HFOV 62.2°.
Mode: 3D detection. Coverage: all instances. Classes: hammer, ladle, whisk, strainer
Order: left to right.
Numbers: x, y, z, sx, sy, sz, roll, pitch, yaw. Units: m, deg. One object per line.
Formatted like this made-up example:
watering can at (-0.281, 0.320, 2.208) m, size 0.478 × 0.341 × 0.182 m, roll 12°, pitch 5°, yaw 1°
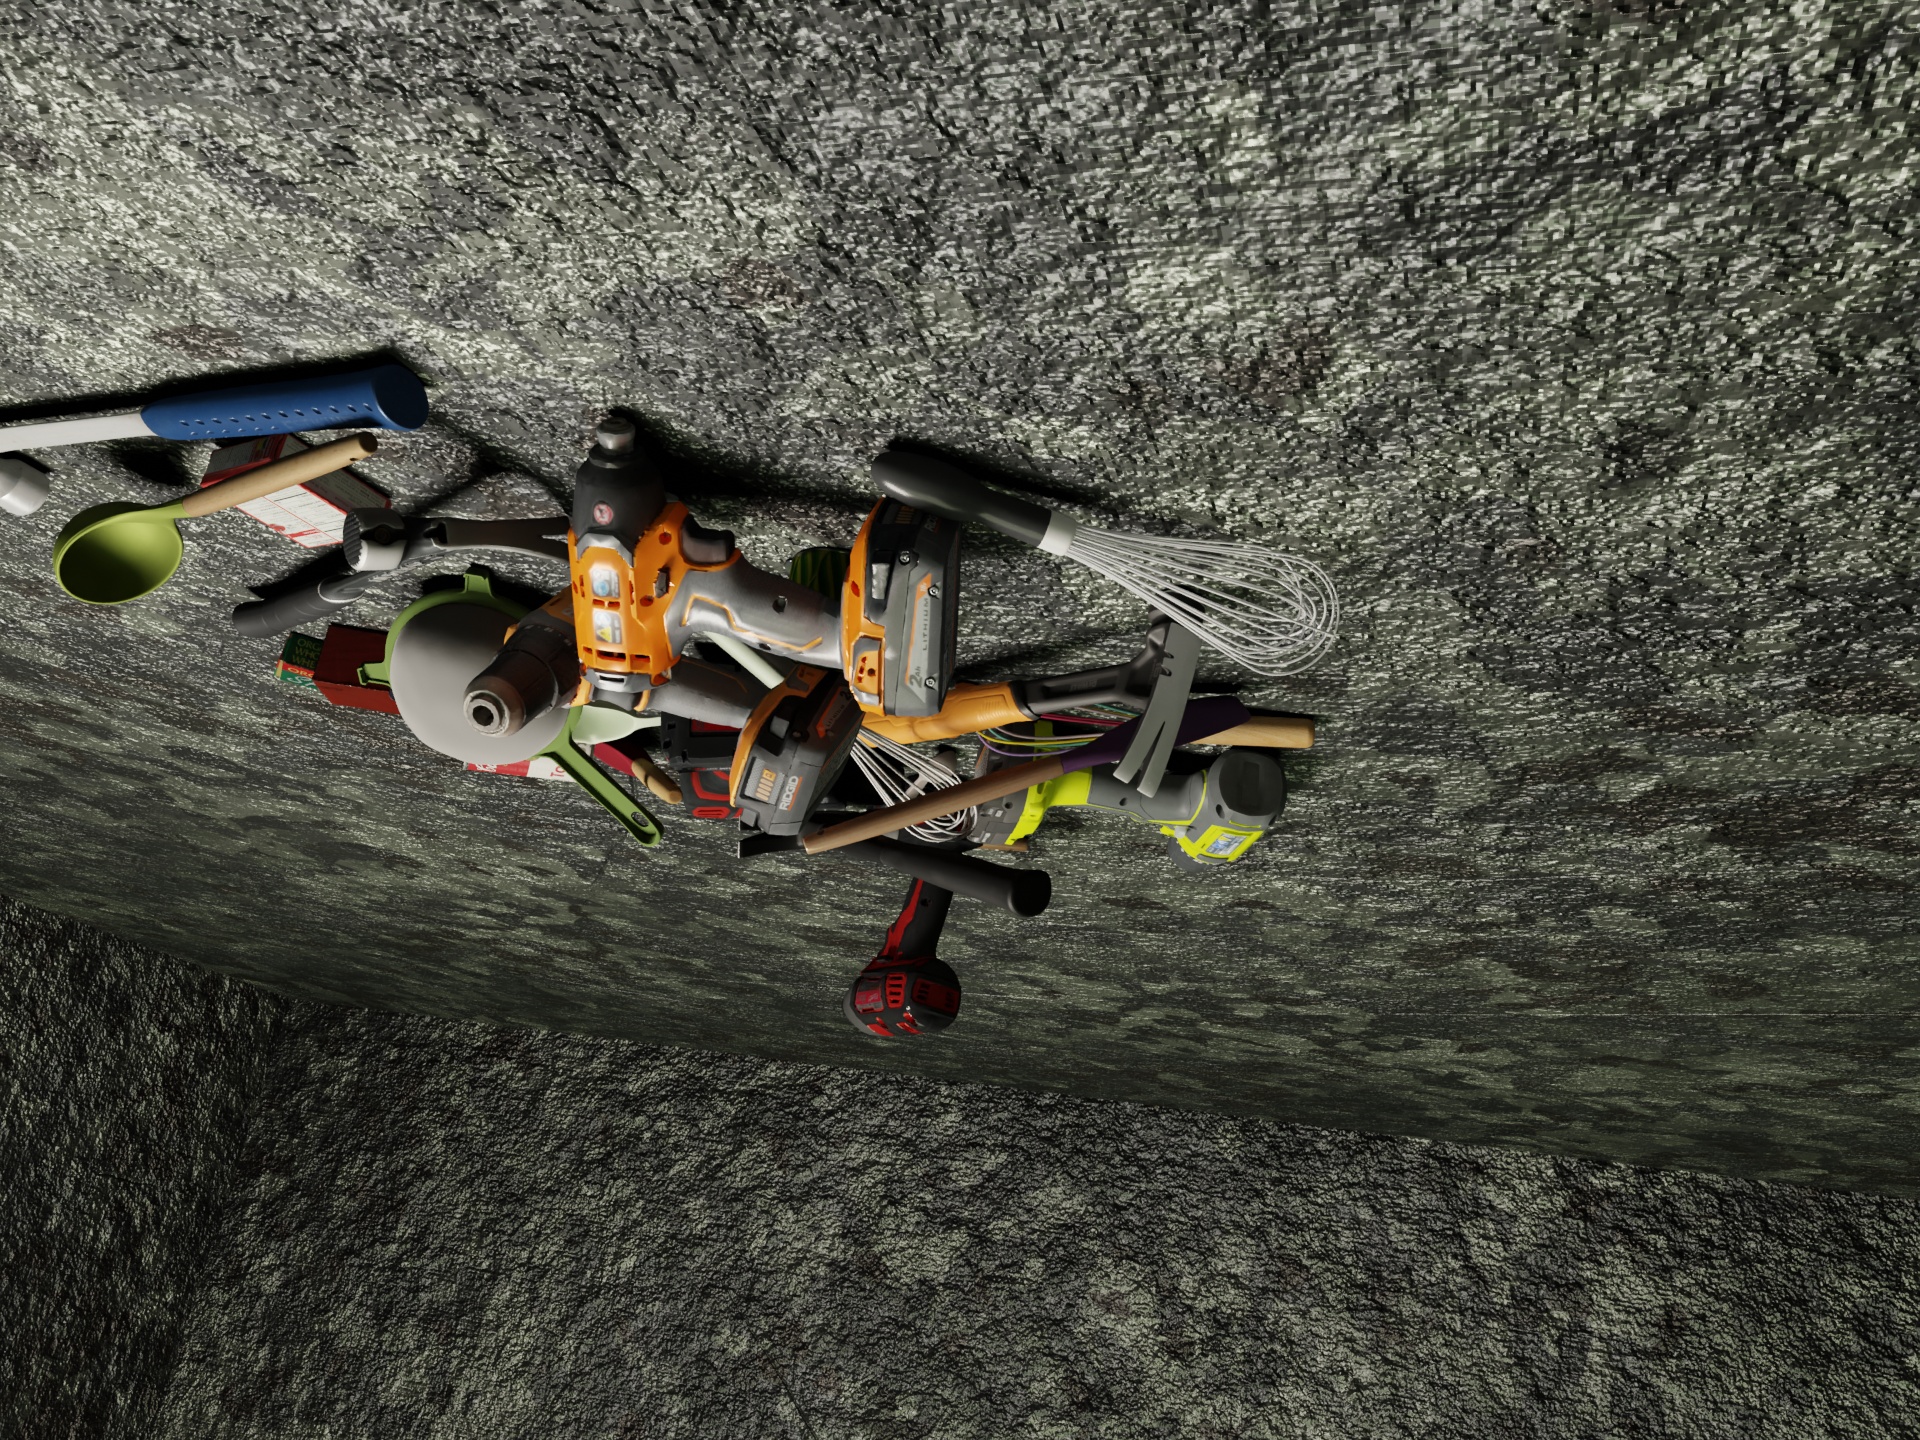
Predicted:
hammer at (-0.495, -0.181, 0.956) m, size 0.405 × 0.035 × 0.144 m, roll 0°, pitch 157°, yaw 25°
ladle at (-0.452, -0.124, 0.967) m, size 0.320 × 0.062 × 0.078 m, roll -8°, pitch 177°, yaw 36°
hammer at (-0.416, -0.096, 1.101) m, size 0.149 × 0.036 × 0.409 m, roll -7°, pitch 180°, yaw -41°
strainer at (-0.321, 0.020, 1.172) m, size 0.151 × 0.069 × 0.256 m, roll -33°, pitch 112°, yaw 27°
ladle at (-0.259, 0.041, 1.299) m, size 0.069 × 0.031 × 0.315 m, roll 32°, pitch 174°, yaw -19°
whisk at (-0.086, 0.001, 1.117) m, size 0.246 × 0.058 × 0.059 m, roll 40°, pitch 128°, yaw -6°
hammer at (-0.043, 0.101, 1.170) m, size 0.146 × 0.035 × 0.335 m, roll 0°, pitch -175°, yaw -31°
hammer at (0.027, -0.004, 1.084) m, size 0.034 × 0.127 × 0.337 m, roll 29°, pitch 158°, yaw -31°
whisk at (0.083, -0.093, 0.893) m, size 0.284 × 0.070 × 0.070 m, roll 19°, pitch 158°, yaw -10°
whisk at (0.129, 0.000, 1.141) m, size 0.245 × 0.051 × 0.047 m, roll 3°, pitch -167°, yaw 8°

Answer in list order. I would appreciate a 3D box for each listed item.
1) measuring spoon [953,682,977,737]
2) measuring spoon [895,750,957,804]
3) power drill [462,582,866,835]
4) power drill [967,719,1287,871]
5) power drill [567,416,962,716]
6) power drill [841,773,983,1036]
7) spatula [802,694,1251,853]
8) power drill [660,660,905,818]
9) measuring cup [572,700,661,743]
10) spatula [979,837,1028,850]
measuring spoon at (-0.002, -0.004, 1.219) m, size 0.021 × 0.011 × 0.117 m, roll 12°, pitch 159°, yaw -4°
measuring spoon at (-0.038, 0.068, 1.337) m, size 0.034 × 0.018 × 0.124 m, roll -15°, pitch 153°, yaw -44°
power drill at (-0.190, -0.009, 1.021) m, size 0.226 × 0.185 × 0.084 m, roll 24°, pitch 117°, yaw 4°
power drill at (0.125, 0.068, 1.259) m, size 0.228 × 0.080 × 0.190 m, roll 9°, pitch 159°, yaw -4°
power drill at (-0.116, -0.088, 0.918) m, size 0.226 × 0.084 × 0.164 m, roll 7°, pitch 122°, yaw 7°
power drill at (-0.045, 0.166, 1.385) m, size 0.078 × 0.220 × 0.143 m, roll 22°, pitch 156°, yaw -28°
spatula at (0.044, 0.037, 1.090) m, size 0.316 × 0.060 × 0.018 m, roll -18°, pitch 117°, yaw -3°
power drill at (-0.140, 0.027, 1.269) m, size 0.188 × 0.080 × 0.226 m, roll -1°, pitch 162°, yaw -1°
measuring cup at (-0.255, -0.016, 1.290) m, size 0.167 × 0.038 × 0.083 m, roll -4°, pitch 159°, yaw -10°
spatula at (-0.092, 0.088, 1.486) m, size 0.317 × 0.044 × 0.082 m, roll 8°, pitch 159°, yaw -6°
